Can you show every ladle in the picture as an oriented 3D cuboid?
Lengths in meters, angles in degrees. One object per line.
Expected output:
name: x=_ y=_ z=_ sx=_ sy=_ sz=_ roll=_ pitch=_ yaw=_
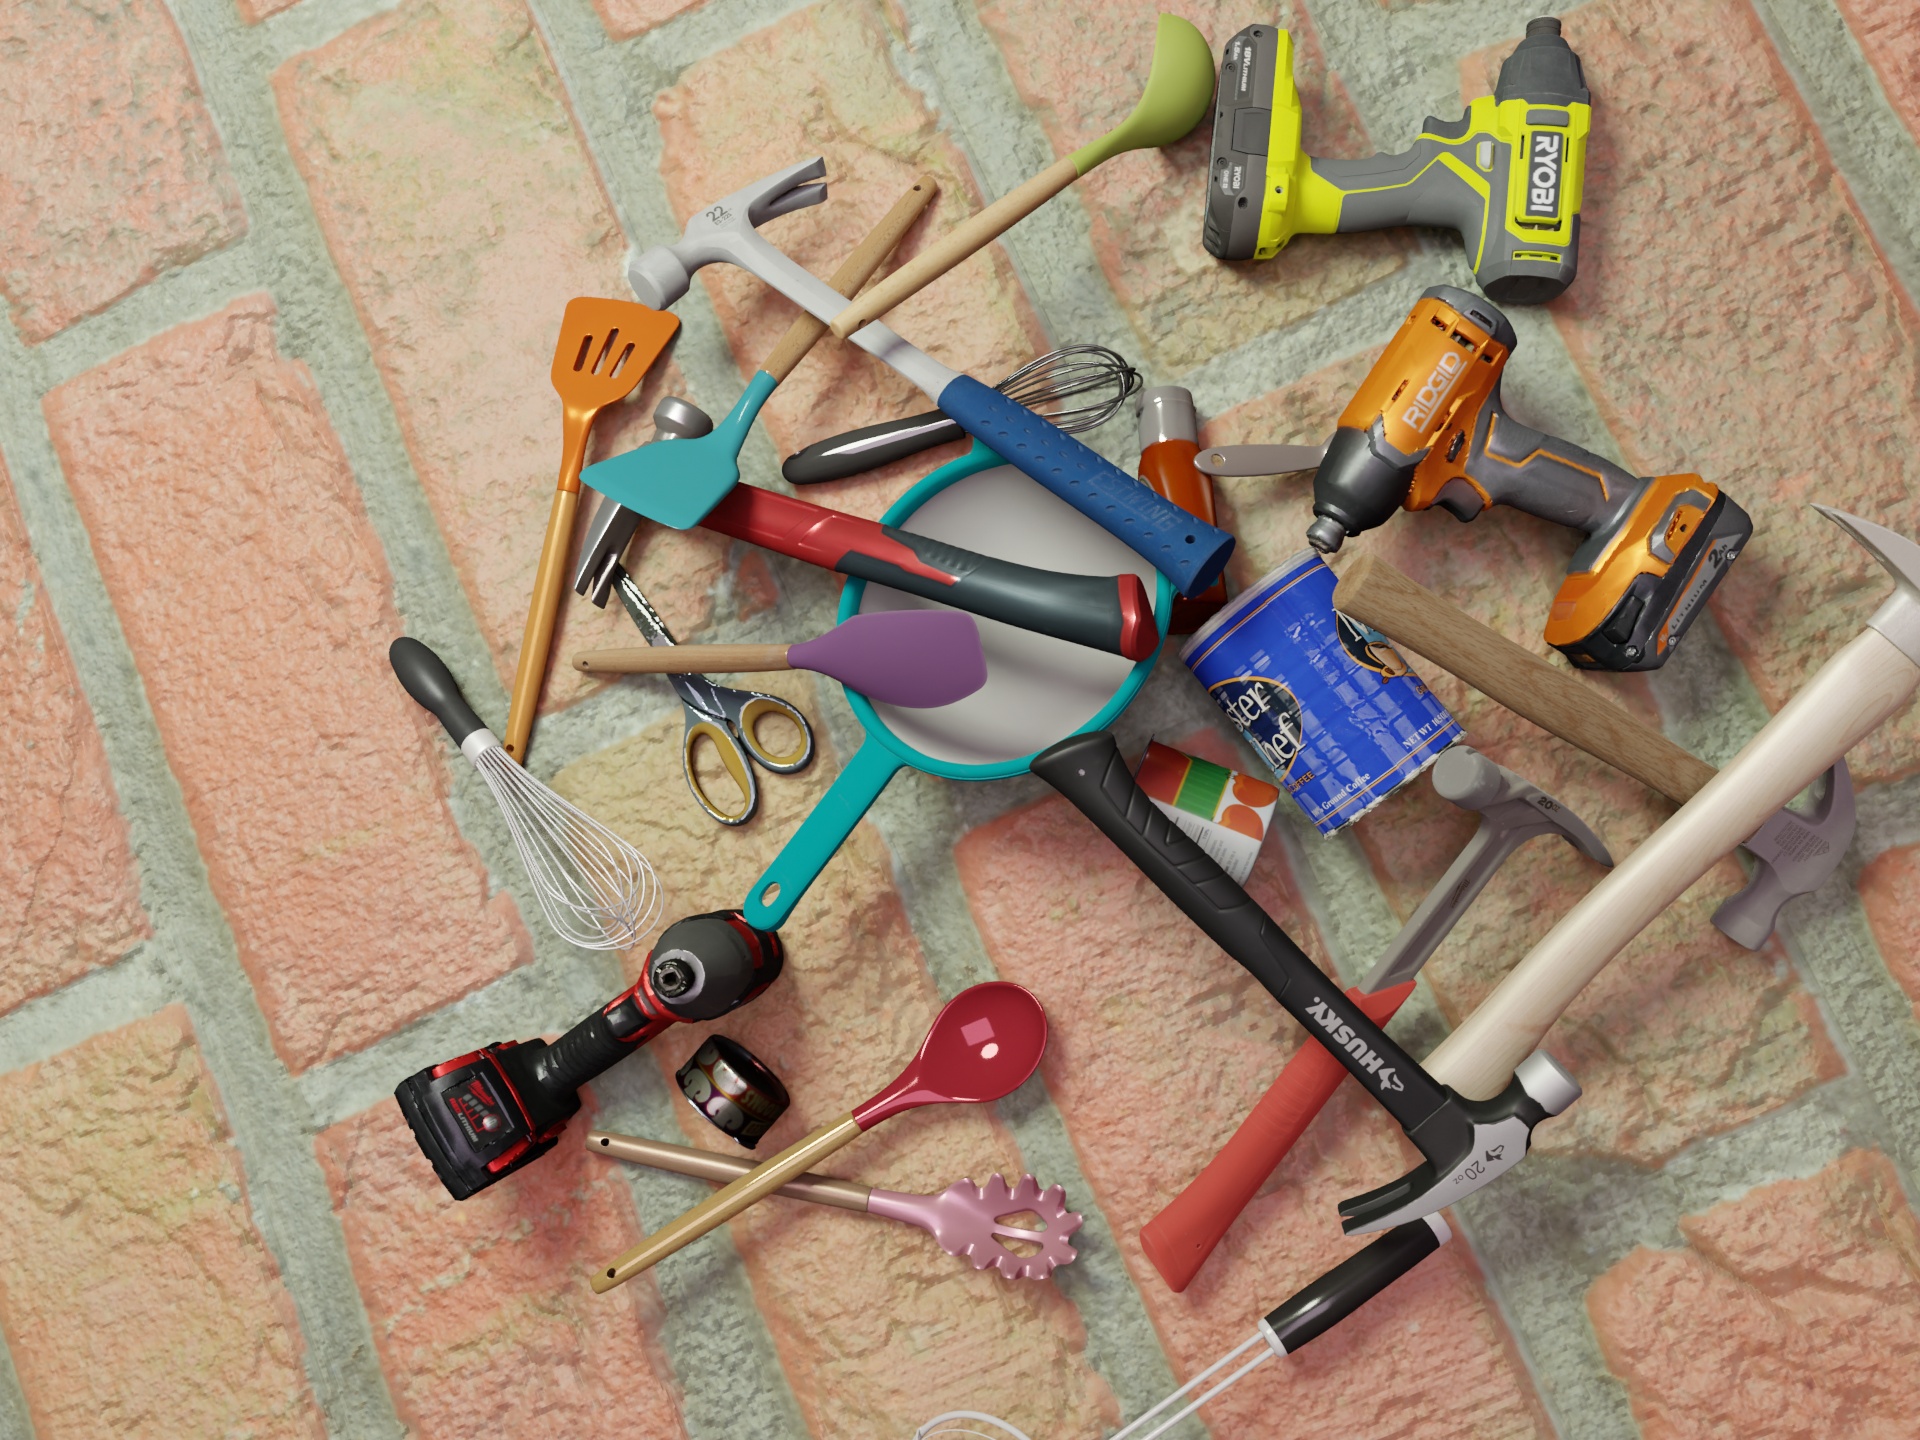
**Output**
ladle: x=0.038 y=-0.325 z=0.957 sx=0.320 sy=0.078 sz=0.062 roll=-40 pitch=66 yaw=-19
ladle: x=-0.084 y=0.257 z=0.960 sx=0.315 sy=0.031 sz=0.069 roll=-31 pitch=63 yaw=-4

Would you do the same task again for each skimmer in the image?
skimmer: x=0.128 y=0.394 z=0.937 sx=0.363 sy=0.090 sz=0.127 roll=-32 pitch=79 yaw=-7

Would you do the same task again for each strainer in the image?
strainer: x=-0.002 y=-0.003 z=0.957 sx=0.211 sy=0.095 sz=0.340 roll=39 pitch=92 yaw=31

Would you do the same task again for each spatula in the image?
spatula: x=-0.119 y=-0.036 z=0.956 sx=0.316 sy=0.018 sz=0.059 roll=1 pitch=114 yaw=33
spatula: x=-0.105 y=-0.236 z=0.984 sx=0.082 sy=0.044 sz=0.317 roll=27 pitch=69 yaw=19
spatula: x=-0.260 y=-0.125 z=1.050 sx=0.081 sy=0.041 sz=0.322 roll=12 pitch=90 yaw=9

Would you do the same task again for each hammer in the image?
hammer: x=0.378 y=0.074 z=0.869 sx=0.146 sy=0.038 sz=0.410 roll=38 pitch=104 yaw=-10
hammer: x=-0.009 y=-0.202 z=0.928 sx=0.406 sy=0.035 sz=0.144 roll=38 pitch=68 yaw=21
hammer: x=0.352 y=0.000 z=0.880 sx=0.331 sy=0.031 sz=0.130 roll=29 pitch=105 yaw=-10
hammer: x=-0.064 y=-0.088 z=0.940 sx=0.386 sy=0.038 sz=0.143 roll=20 pitch=80 yaw=30
hammer: x=0.164 y=0.132 z=0.859 sx=0.335 sy=0.035 sz=0.146 roll=44 pitch=102 yaw=-2
hammer: x=0.228 y=0.186 z=0.922 sx=0.359 sy=0.149 sz=0.037 roll=-55 pitch=36 yaw=8

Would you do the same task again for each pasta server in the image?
pasta server: x=-0.082 y=0.286 z=0.973 sx=0.316 sy=0.040 sz=0.060 roll=9 pitch=65 yaw=10

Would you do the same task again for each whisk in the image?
whisk: x=-0.284 y=0.040 z=0.999 sx=0.070 sy=0.070 sz=0.285 roll=-46 pitch=66 yaw=1
whisk: x=-0.001 y=-0.187 z=1.009 sx=0.239 sy=0.055 sz=0.055 roll=-14 pitch=82 yaw=10

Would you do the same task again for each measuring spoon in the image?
measuring spoon: x=0.200 y=-0.162 z=0.968 sx=0.124 sy=0.018 sz=0.034 roll=-6 pitch=76 yaw=-18

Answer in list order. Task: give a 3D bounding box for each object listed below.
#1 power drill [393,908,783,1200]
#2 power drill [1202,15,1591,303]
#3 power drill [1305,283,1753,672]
power drill: x=-0.215 y=0.189 z=0.949 sx=0.219 sy=0.143 sz=0.078 roll=-33 pitch=84 yaw=5
power drill: x=0.267 y=-0.353 z=0.977 sx=0.223 sy=0.080 sz=0.171 roll=6 pitch=85 yaw=5
power drill: x=0.316 y=-0.121 z=0.917 sx=0.226 sy=0.084 sz=0.164 roll=35 pitch=89 yaw=-5
